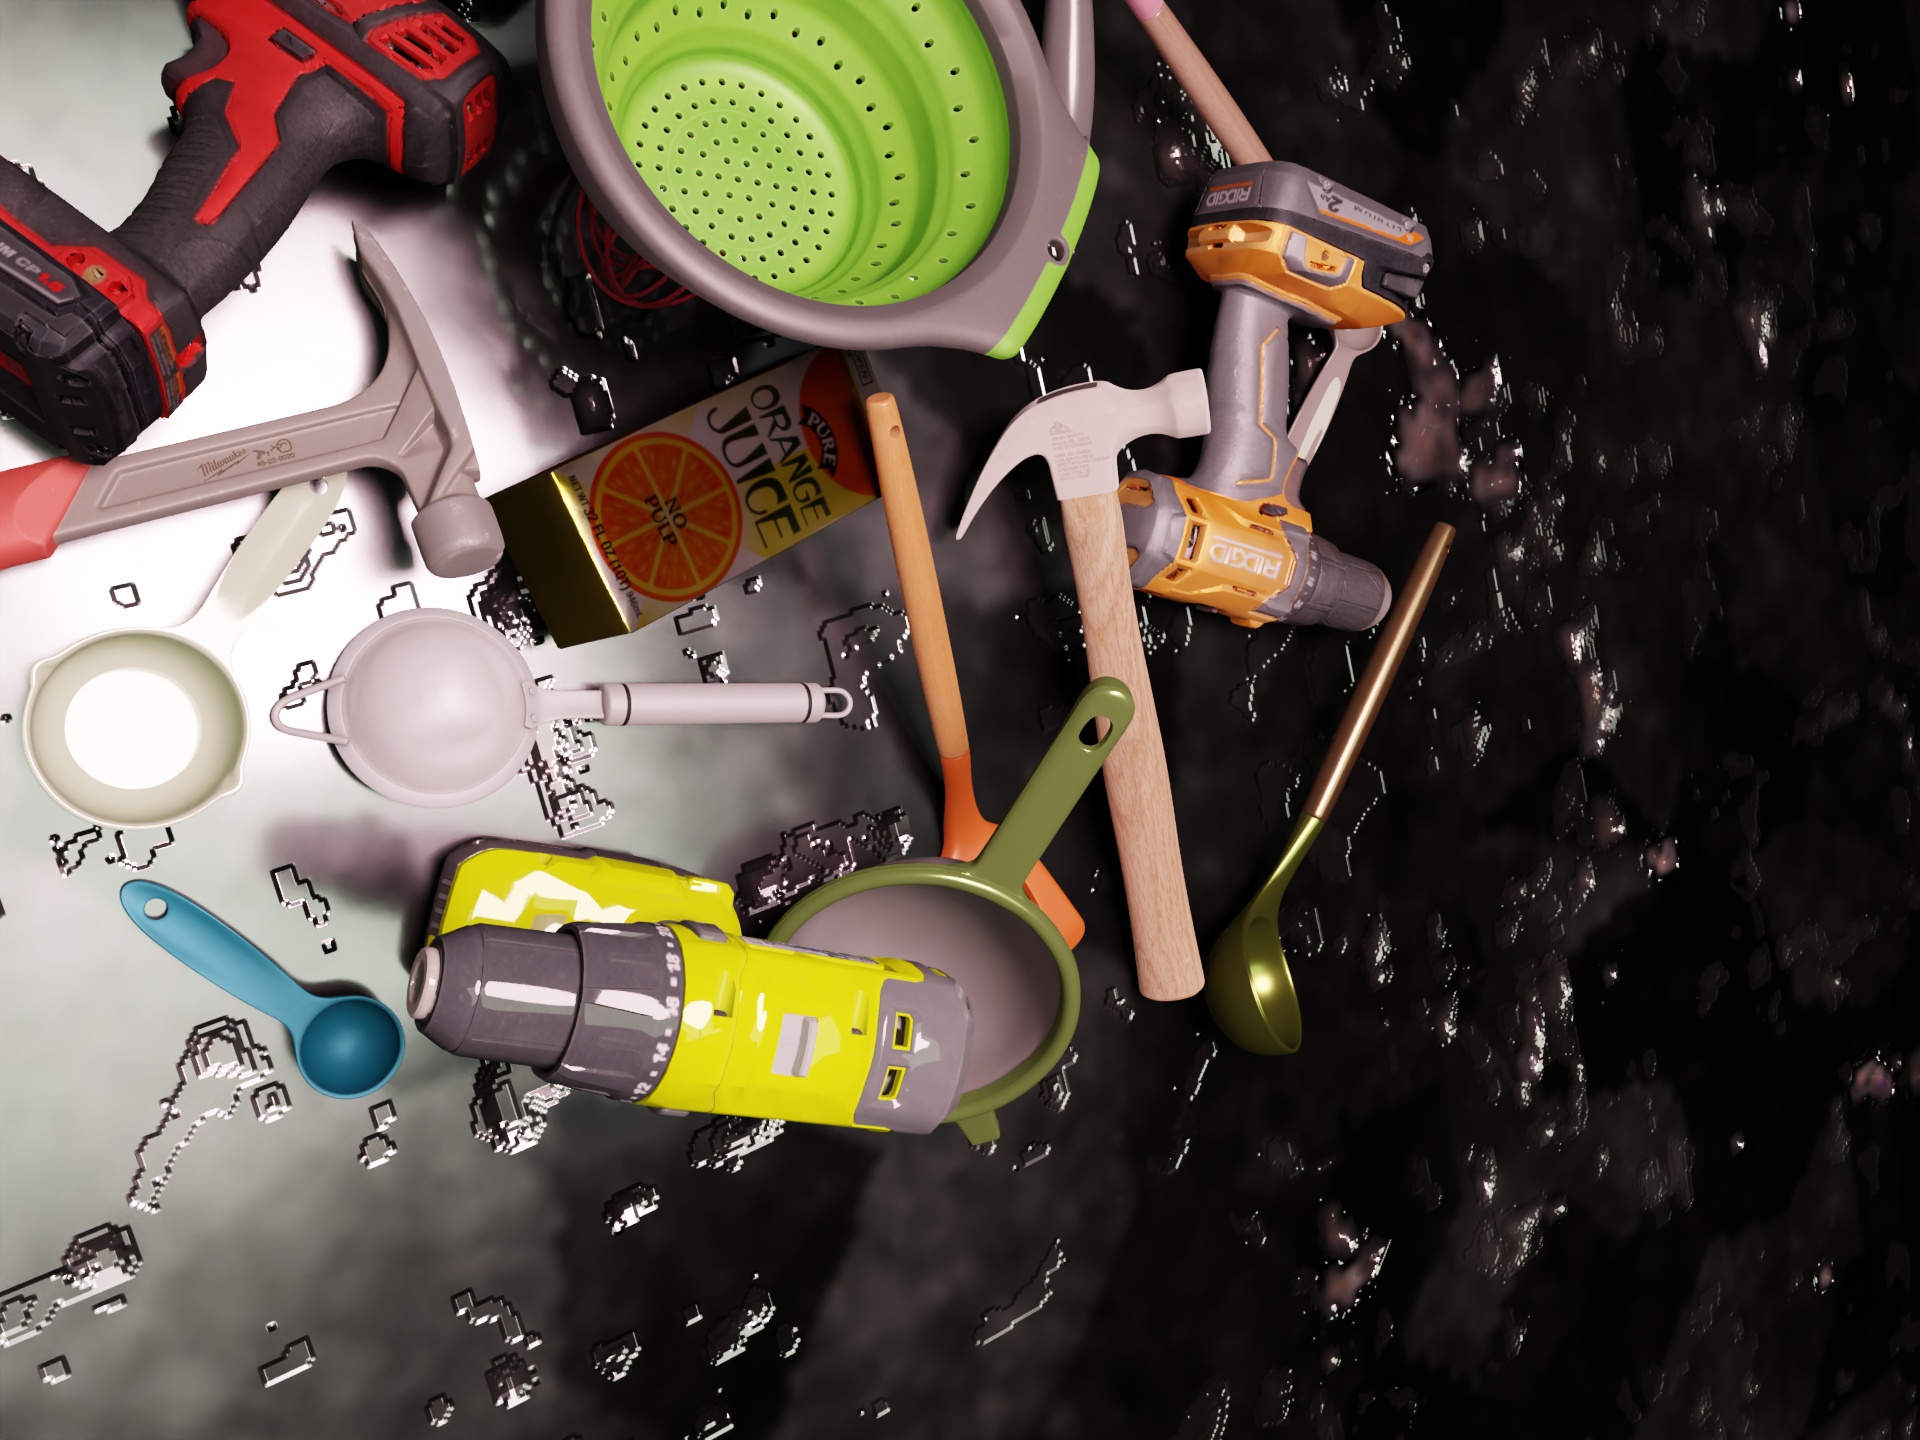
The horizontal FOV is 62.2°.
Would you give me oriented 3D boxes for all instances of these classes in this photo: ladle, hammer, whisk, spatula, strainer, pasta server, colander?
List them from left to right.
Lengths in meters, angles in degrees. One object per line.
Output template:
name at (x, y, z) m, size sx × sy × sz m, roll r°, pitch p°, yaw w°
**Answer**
hammer at (-0.358, -0.075, 0.563) m, size 0.359 × 0.036 × 0.149 m, roll -20°, pitch 78°, yaw -23°
colander at (-0.136, -0.269, 0.589) m, size 0.396 × 0.094 × 0.205 m, roll 31°, pitch 68°, yaw -21°
strainer at (-0.159, -0.009, 0.696) m, size 0.258 × 0.050 × 0.087 m, roll -1°, pitch 78°, yaw -34°
whisk at (-0.083, -0.299, 0.719) m, size 0.073 × 0.073 × 0.296 m, roll 40°, pitch 66°, yaw -26°
spatula at (-0.001, -0.002, 0.755) m, size 0.081 × 0.041 × 0.322 m, roll -31°, pitch 128°, yaw -26°
strainer at (0.004, 0.073, 0.731) m, size 0.151 × 0.069 × 0.256 m, roll 25°, pitch 115°, yaw -14°
whisk at (0.053, -0.389, 0.779) m, size 0.055 × 0.055 × 0.238 m, roll -12°, pitch 112°, yaw -29°
hammer at (0.081, -0.005, 0.813) m, size 0.130 × 0.031 × 0.331 m, roll -7°, pitch 109°, yaw 11°
pasta server at (0.115, -0.340, 0.796) m, size 0.315 × 0.040 × 0.060 m, roll 37°, pitch 39°, yaw -43°
ladle at (0.219, 0.035, 0.890) m, size 0.078 × 0.062 × 0.320 m, roll 35°, pitch 79°, yaw -53°

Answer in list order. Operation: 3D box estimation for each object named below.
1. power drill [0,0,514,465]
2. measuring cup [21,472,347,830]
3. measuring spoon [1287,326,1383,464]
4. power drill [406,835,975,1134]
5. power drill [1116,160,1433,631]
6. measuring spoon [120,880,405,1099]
power drill at (-0.284, -0.211, 0.575) m, size 0.143 × 0.078 × 0.220 m, roll 36°, pitch 63°, yaw -2°
measuring cup at (-0.293, -0.034, 0.619) m, size 0.083 × 0.038 × 0.168 m, roll 37°, pitch 70°, yaw -25°
measuring spoon at (0.207, -0.189, 0.917) m, size 0.034 × 0.018 × 0.124 m, roll 27°, pitch 85°, yaw -20°
power drill at (-0.128, 0.098, 0.607) m, size 0.190 × 0.228 × 0.080 m, roll 14°, pitch 85°, yaw -30°
power drill at (0.181, -0.161, 0.858) m, size 0.185 × 0.084 × 0.226 m, roll 13°, pitch 95°, yaw -30°
measuring spoon at (-0.283, 0.106, 0.644) m, size 0.128 × 0.021 × 0.042 m, roll 42°, pitch 73°, yaw -15°
